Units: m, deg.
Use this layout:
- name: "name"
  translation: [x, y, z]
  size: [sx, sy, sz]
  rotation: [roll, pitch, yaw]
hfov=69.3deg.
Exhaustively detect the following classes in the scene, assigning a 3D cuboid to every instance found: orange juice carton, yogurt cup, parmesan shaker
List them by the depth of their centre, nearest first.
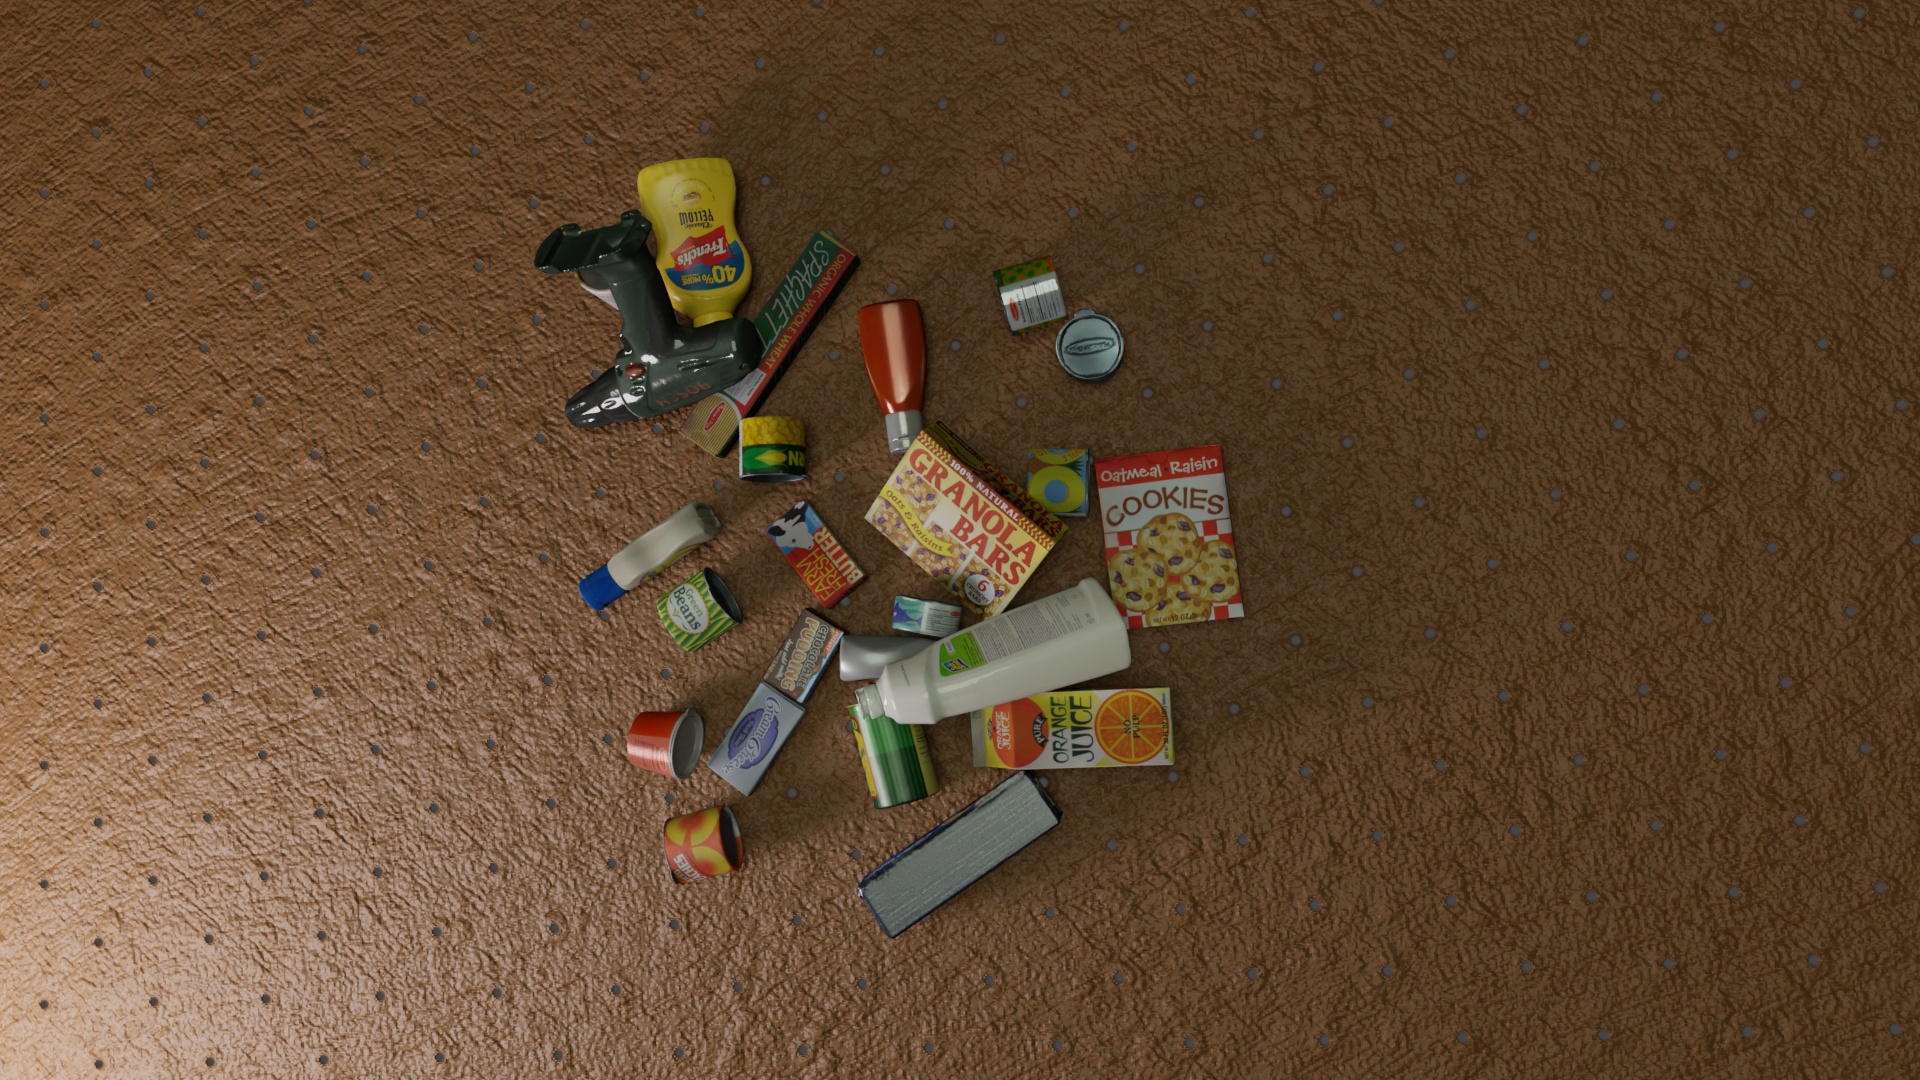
- name: "orange juice carton"
  translation: [0.105, 0.176, 1.317]
  size: [0.193, 0.073, 0.072]
  rotation: [-3, 86, 7]
- name: "parmesan shaker"
  translation: [-0.065, 0.201, 1.336]
  size: [0.071, 0.071, 0.103]
  rotation: [-16, 84, 6]
- name: "yogurt cup"
  translation: [-0.292, 0.199, 1.369]
  size: [0.054, 0.072, 0.072]
  rotation: [6, 87, 16]

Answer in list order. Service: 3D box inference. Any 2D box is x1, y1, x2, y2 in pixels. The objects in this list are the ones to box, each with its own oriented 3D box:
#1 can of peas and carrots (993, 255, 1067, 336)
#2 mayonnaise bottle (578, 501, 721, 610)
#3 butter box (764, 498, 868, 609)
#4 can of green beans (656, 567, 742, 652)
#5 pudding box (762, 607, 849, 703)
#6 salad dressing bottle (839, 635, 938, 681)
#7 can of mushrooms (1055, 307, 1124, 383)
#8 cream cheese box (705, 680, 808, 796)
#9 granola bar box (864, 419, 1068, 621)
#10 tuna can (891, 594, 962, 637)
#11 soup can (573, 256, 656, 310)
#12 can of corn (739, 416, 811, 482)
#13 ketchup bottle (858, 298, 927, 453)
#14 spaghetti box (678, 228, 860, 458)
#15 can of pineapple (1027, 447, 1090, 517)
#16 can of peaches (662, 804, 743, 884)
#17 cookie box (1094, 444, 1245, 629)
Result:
- name: "can of peas and carrots"
  translation: [0.068, -0.241, 1.358]
  size: [0.059, 0.071, 0.071]
  rotation: [-16, 84, 5]
- name: "mayonnaise bottle"
  translation: [-0.311, 0.016, 1.387]
  size: [0.148, 0.065, 0.041]
  rotation: [-34, 87, 8]
- name: "butter box"
  translation: [-0.143, 0.013, 1.384]
  size: [0.053, 0.024, 0.103]
  rotation: [-39, 82, 2]
- name: "can of green beans"
  translation: [-0.258, 0.069, 1.372]
  size: [0.058, 0.071, 0.071]
  rotation: [-32, 83, 4]
- name: "pudding box"
  translation: [-0.153, 0.114, 1.374]
  size: [0.050, 0.030, 0.083]
  rotation: [32, 90, 7]
- name: "salad dressing bottle"
  translation: [-0.042, 0.116, 1.348]
  size: [0.148, 0.064, 0.044]
  rotation: [2, 94, 0]
- name: "can of mushrooms"
  translation: [0.127, -0.190, 1.361]
  size: [0.071, 0.033, 0.071]
  rotation: [0, 86, 8]
- name: "cream cheese box"
  translation: [-0.201, 0.196, 1.377]
  size: [0.053, 0.024, 0.104]
  rotation: [34, 90, 8]
- name: "granola bar box"
  translation: [0.005, -0.017, 1.333]
  size: [0.165, 0.039, 0.123]
  rotation: [41, 124, 8]
- name: "tuna can"
  translation: [-0.034, 0.073, 1.347]
  size: [0.071, 0.071, 0.033]
  rotation: [9, 88, 8]
- name: "soup can"
  translation: [-0.344, -0.273, 1.400]
  size: [0.071, 0.084, 0.071]
  rotation: [-1, 86, 7]
- name: "can of corn"
  translation: [-0.184, -0.090, 1.375]
  size: [0.071, 0.071, 0.058]
  rotation: [-2, 86, 7]
- name: "ketchup bottle"
  translation: [-0.062, -0.162, 1.377]
  size: [0.065, 0.043, 0.149]
  rotation: [-8, 85, 7]
- name: "spaghetti box"
  translation: [-0.191, -0.198, 1.403]
  size: [0.050, 0.028, 0.250]
  rotation: [35, 91, 8]
- name: "can of pineapple"
  translation: [0.095, -0.058, 1.338]
  size: [0.058, 0.071, 0.071]
  rotation: [1, 86, 7]
- name: "can of peaches"
  translation: [-0.250, 0.298, 1.353]
  size: [0.058, 0.071, 0.071]
  rotation: [-16, 84, 5]
- name: "cookie box"
  translation: [0.200, -0.002, 1.335]
  size: [0.123, 0.040, 0.167]
  rotation: [-7, 85, 6]
